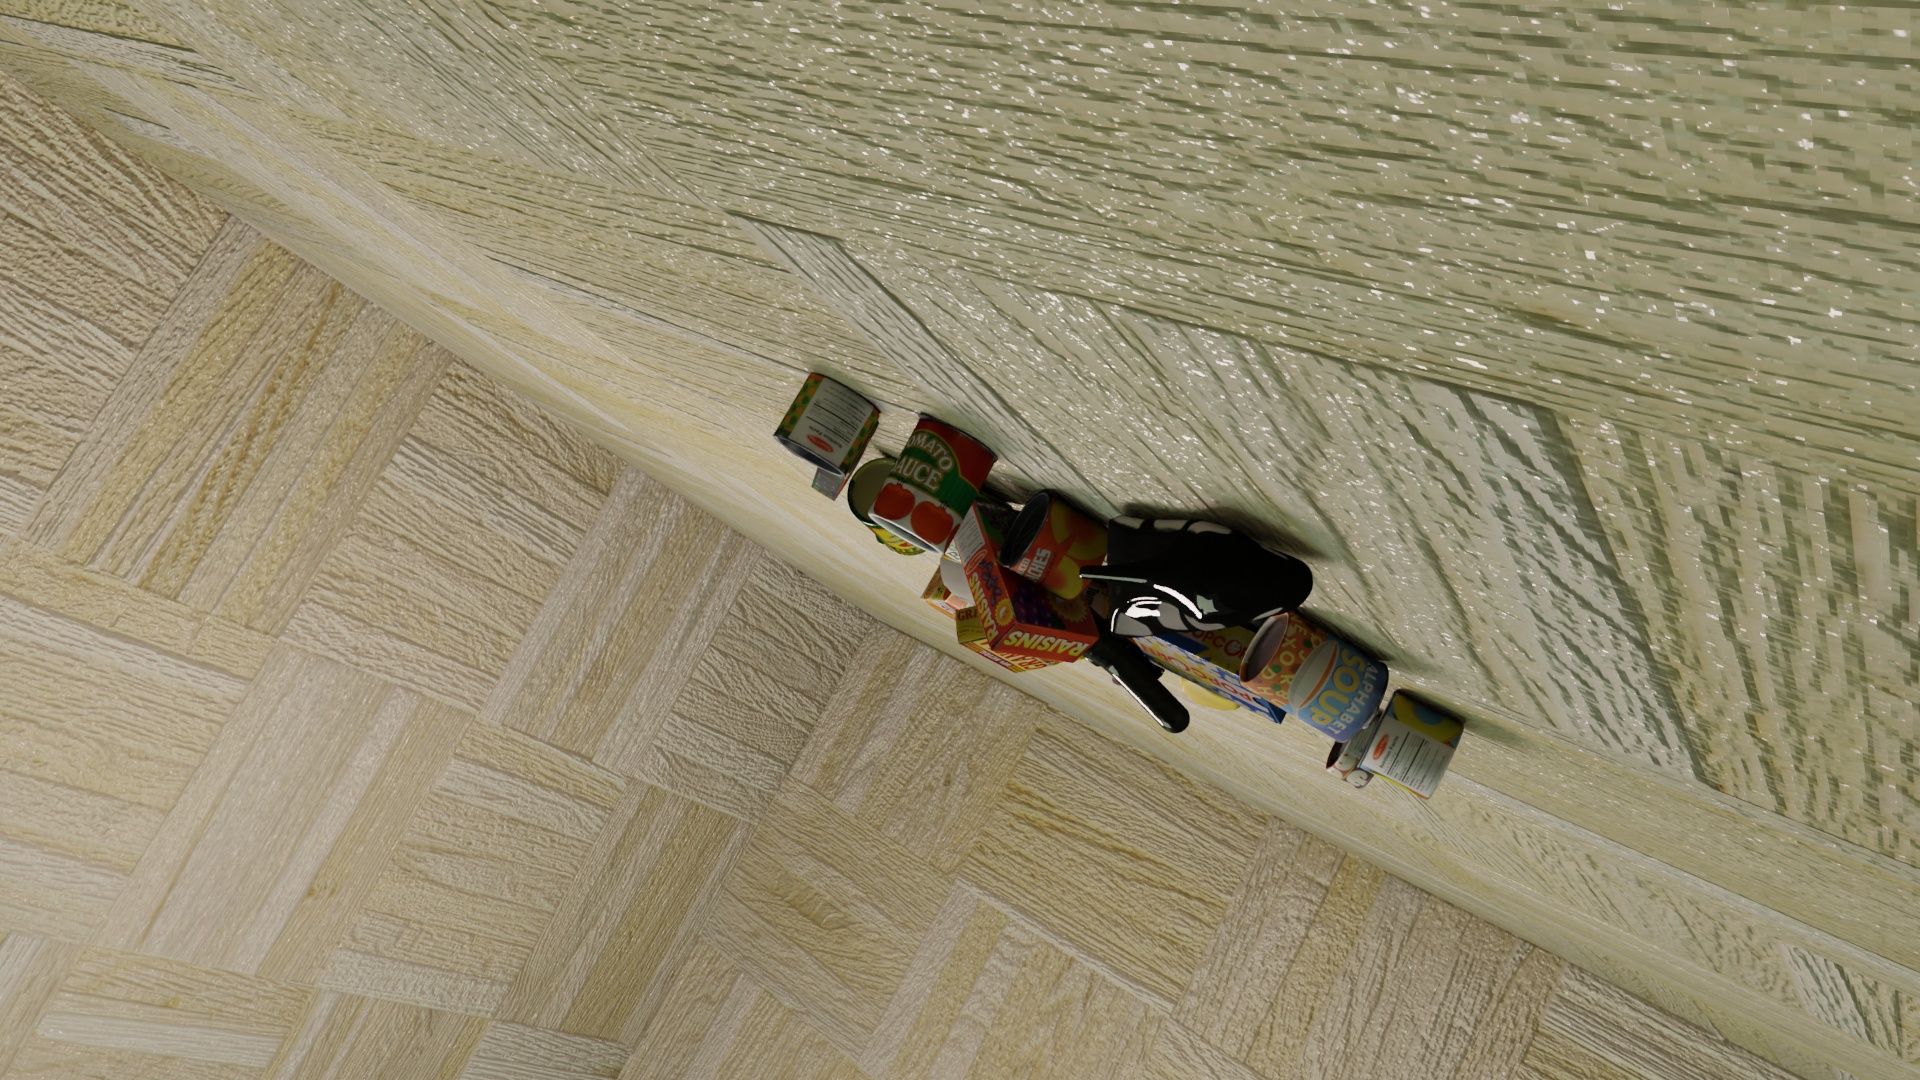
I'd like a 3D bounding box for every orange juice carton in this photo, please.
[{"bbox_3d":[0.018,0.054,1.566,0.072,0.073,0.192,31,172,-10],"label":"orange juice carton"}]

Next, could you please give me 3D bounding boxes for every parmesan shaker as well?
[{"bbox_3d":[-0.063,-0.029,1.306,0.071,0.071,0.103,26,172,20],"label":"parmesan shaker"}]

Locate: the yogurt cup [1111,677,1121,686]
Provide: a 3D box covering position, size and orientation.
[{"bbox_3d":[0.163,0.099,1.375,0.072,0.072,0.054,20,160,49],"label":"yogurt cup"}]

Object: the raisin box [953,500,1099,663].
[{"bbox_3d":[0.049,0.033,1.092,0.086,0.040,0.124,13,-137,-35],"label":"raisin box"}]

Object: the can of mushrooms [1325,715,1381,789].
[{"bbox_3d":[0.349,0.182,1.215,0.033,0.071,0.071,29,172,7],"label":"can of mushrooms"}]

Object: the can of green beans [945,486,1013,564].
[{"bbox_3d":[0.004,-0.016,1.166,0.058,0.071,0.071,33,171,-29],"label":"can of green beans"}]

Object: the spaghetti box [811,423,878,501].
[{"bbox_3d":[-0.108,-0.073,1.261,0.029,0.050,0.250,32,173,-5],"label":"spaghetti box"}]

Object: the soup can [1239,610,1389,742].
[{"bbox_3d":[0.253,0.097,0.995,0.084,0.071,0.071,30,172,-5],"label":"soup can"}]

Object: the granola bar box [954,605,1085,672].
[{"bbox_3d":[0.082,0.094,1.435,0.124,0.039,0.165,-15,159,19],"label":"granola bar box"}]

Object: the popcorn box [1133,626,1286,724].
[{"bbox_3d":[0.198,0.089,1.098,0.127,0.038,0.085,25,164,35],"label":"popcorn box"}]

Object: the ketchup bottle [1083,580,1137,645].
[{"bbox_3d":[0.144,0.076,1.303,0.149,0.065,0.043,18,153,11],"label":"ketchup bottle"}]

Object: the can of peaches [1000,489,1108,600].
[{"bbox_3d":[0.071,0.006,1.050,0.058,0.071,0.071,30,172,-16],"label":"can of peaches"}]

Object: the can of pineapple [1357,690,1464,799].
[{"bbox_3d":[0.347,0.157,1.070,0.058,0.071,0.071,26,172,17],"label":"can of pineapple"}]

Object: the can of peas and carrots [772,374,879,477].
[{"bbox_3d":[-0.107,-0.091,1.102,0.071,0.059,0.071,29,173,4],"label":"can of peas and carrots"}]

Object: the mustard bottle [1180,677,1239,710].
[{"bbox_3d":[0.248,0.138,1.371,0.065,0.049,0.160,28,173,7],"label":"mustard bottle"}]

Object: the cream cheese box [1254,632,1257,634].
[{"bbox_3d":[0.243,0.088,1.139,0.104,0.024,0.053,24,171,35],"label":"cream cheese box"}]

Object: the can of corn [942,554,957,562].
[{"bbox_3d":[-0.016,-0.021,1.234,0.071,0.058,0.071,28,172,4],"label":"can of corn"}]

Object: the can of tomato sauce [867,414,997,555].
[{"bbox_3d":[-0.022,-0.041,1.032,0.071,0.083,0.071,28,172,4],"label":"can of tomato sauce"}]
